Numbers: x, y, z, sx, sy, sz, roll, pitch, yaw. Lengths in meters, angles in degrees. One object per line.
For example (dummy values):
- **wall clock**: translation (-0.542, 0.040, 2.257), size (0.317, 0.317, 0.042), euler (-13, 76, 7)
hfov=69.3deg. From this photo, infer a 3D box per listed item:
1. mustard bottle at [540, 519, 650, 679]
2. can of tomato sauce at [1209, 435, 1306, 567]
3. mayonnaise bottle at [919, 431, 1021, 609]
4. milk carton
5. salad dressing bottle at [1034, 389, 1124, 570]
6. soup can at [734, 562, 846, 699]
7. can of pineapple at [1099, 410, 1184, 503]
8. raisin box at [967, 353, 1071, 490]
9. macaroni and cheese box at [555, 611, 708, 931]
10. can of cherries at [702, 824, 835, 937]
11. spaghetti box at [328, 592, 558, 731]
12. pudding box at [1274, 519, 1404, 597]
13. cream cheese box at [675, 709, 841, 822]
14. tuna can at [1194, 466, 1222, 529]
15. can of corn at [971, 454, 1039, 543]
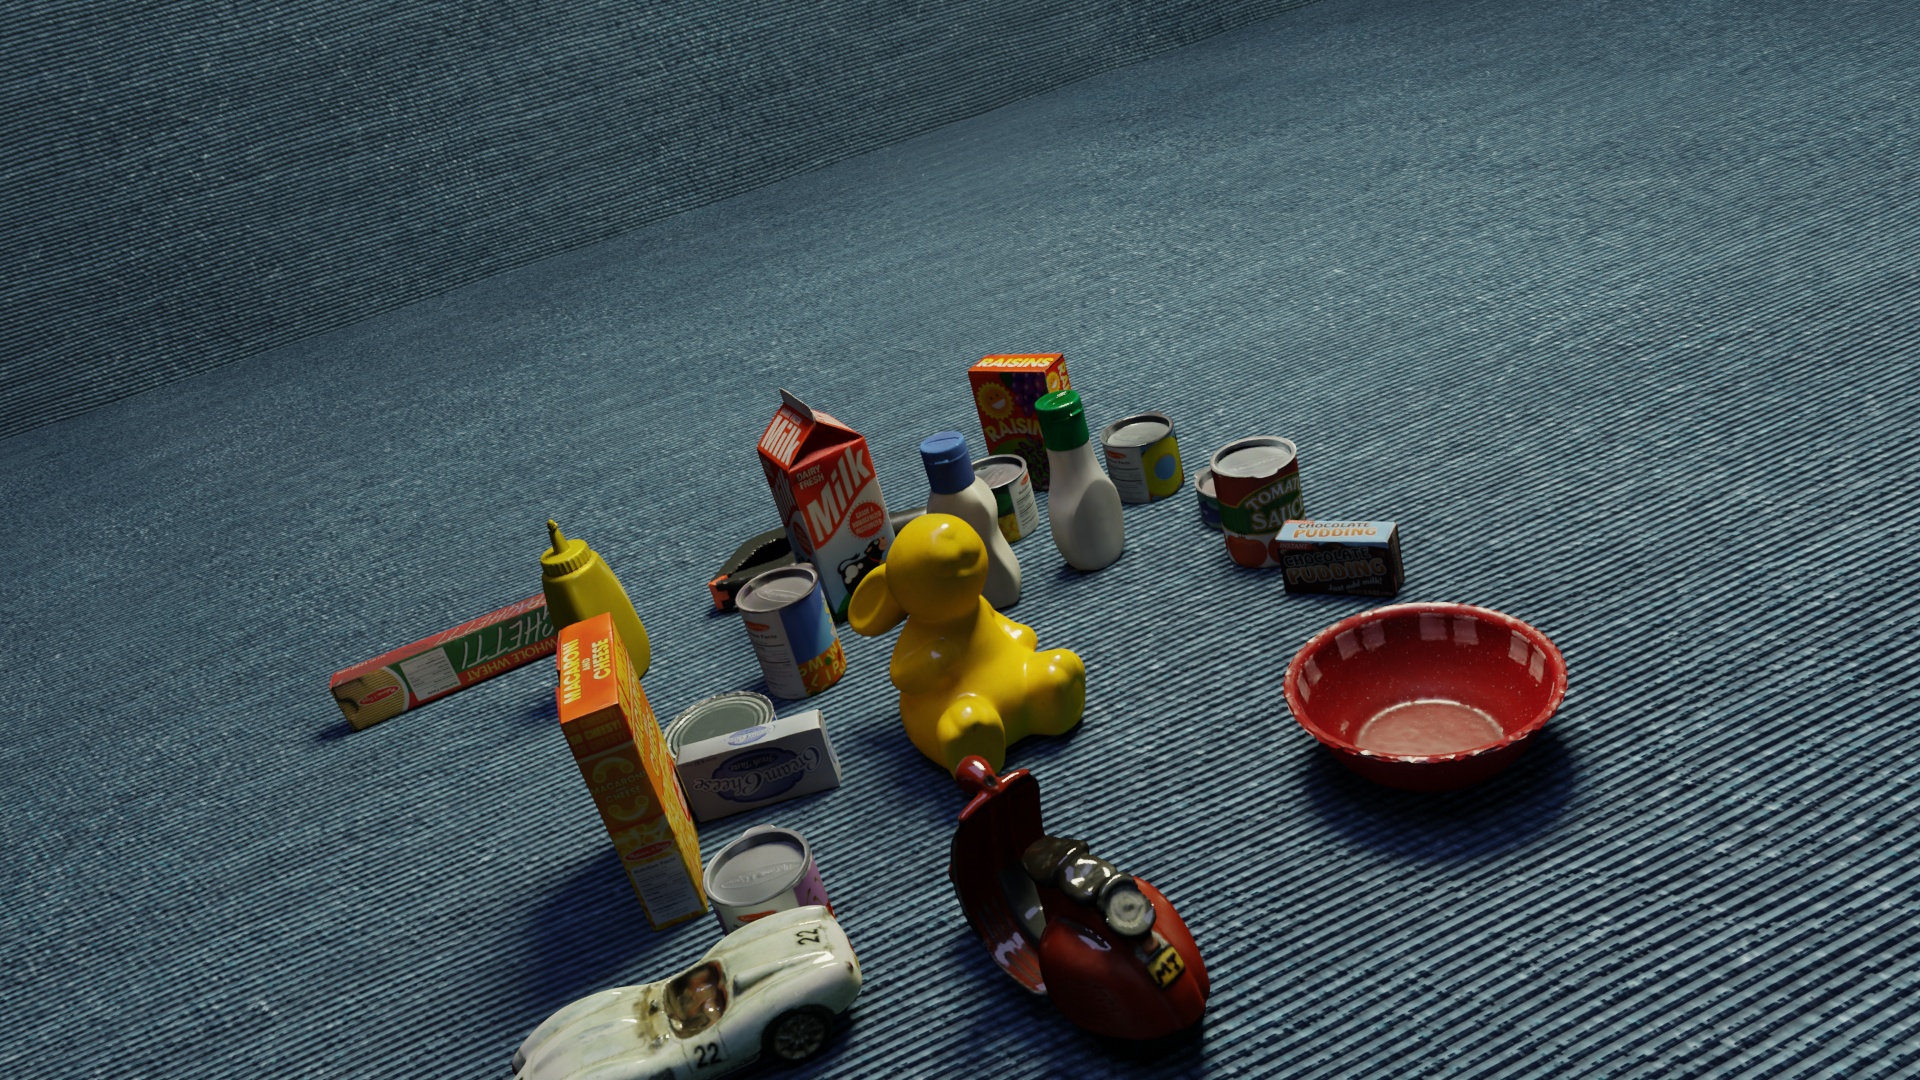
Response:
- **mustard bottle**: translation (-0.306, 0.050, 1.135), size (0.049, 0.159, 0.066), euler (2, 32, 32)
- **can of tomato sauce**: translation (0.234, -0.029, 1.081), size (0.071, 0.082, 0.071), euler (-13, 27, 7)
- **mayonnaise bottle**: translation (0.004, -0.014, 1.103), size (0.065, 0.147, 0.041), euler (-9, 28, 13)
- **milk carton**: translation (-0.110, -0.035, 1.157), size (0.074, 0.189, 0.072), euler (-26, 28, -19)
- **salad dressing bottle**: translation (0.094, -0.048, 1.121), size (0.064, 0.147, 0.044), euler (-32, 31, -29)
- **soup can**: translation (-0.129, 0.070, 1.086), size (0.071, 0.083, 0.072), euler (-13, 27, 7)
- **can of pineapple**: translation (0.163, -0.074, 1.230), size (0.071, 0.057, 0.071), euler (-13, 27, 7)
- **raisin box**: translation (0.064, -0.109, 1.277), size (0.086, 0.123, 0.040), euler (5, 33, 35)
- **macaroni and cheese box**: translation (-0.212, 0.147, 0.894), size (0.040, 0.165, 0.124), euler (-20, 27, -7)
- **can of cherries**: translation (-0.113, 0.214, 0.833), size (0.071, 0.058, 0.072), euler (-13, 27, 7)
- **spaghetti box**: translation (-0.423, 0.096, 1.231), size (0.251, 0.050, 0.029), euler (-22, 27, -12)
- **pudding box**: translation (0.278, 0.012, 1.016), size (0.083, 0.049, 0.030), euler (2, 32, 31)
- **cream cheese box**: translation (-0.139, 0.156, 0.962), size (0.104, 0.053, 0.024), euler (-15, 27, 1)
- **tuna can**: translation (0.228, -0.039, 1.157), size (0.071, 0.032, 0.071), euler (-12, 27, 7)
- **can of corn**: translation (0.030, -0.036, 1.228), size (0.071, 0.058, 0.071), euler (-13, 27, 7)
